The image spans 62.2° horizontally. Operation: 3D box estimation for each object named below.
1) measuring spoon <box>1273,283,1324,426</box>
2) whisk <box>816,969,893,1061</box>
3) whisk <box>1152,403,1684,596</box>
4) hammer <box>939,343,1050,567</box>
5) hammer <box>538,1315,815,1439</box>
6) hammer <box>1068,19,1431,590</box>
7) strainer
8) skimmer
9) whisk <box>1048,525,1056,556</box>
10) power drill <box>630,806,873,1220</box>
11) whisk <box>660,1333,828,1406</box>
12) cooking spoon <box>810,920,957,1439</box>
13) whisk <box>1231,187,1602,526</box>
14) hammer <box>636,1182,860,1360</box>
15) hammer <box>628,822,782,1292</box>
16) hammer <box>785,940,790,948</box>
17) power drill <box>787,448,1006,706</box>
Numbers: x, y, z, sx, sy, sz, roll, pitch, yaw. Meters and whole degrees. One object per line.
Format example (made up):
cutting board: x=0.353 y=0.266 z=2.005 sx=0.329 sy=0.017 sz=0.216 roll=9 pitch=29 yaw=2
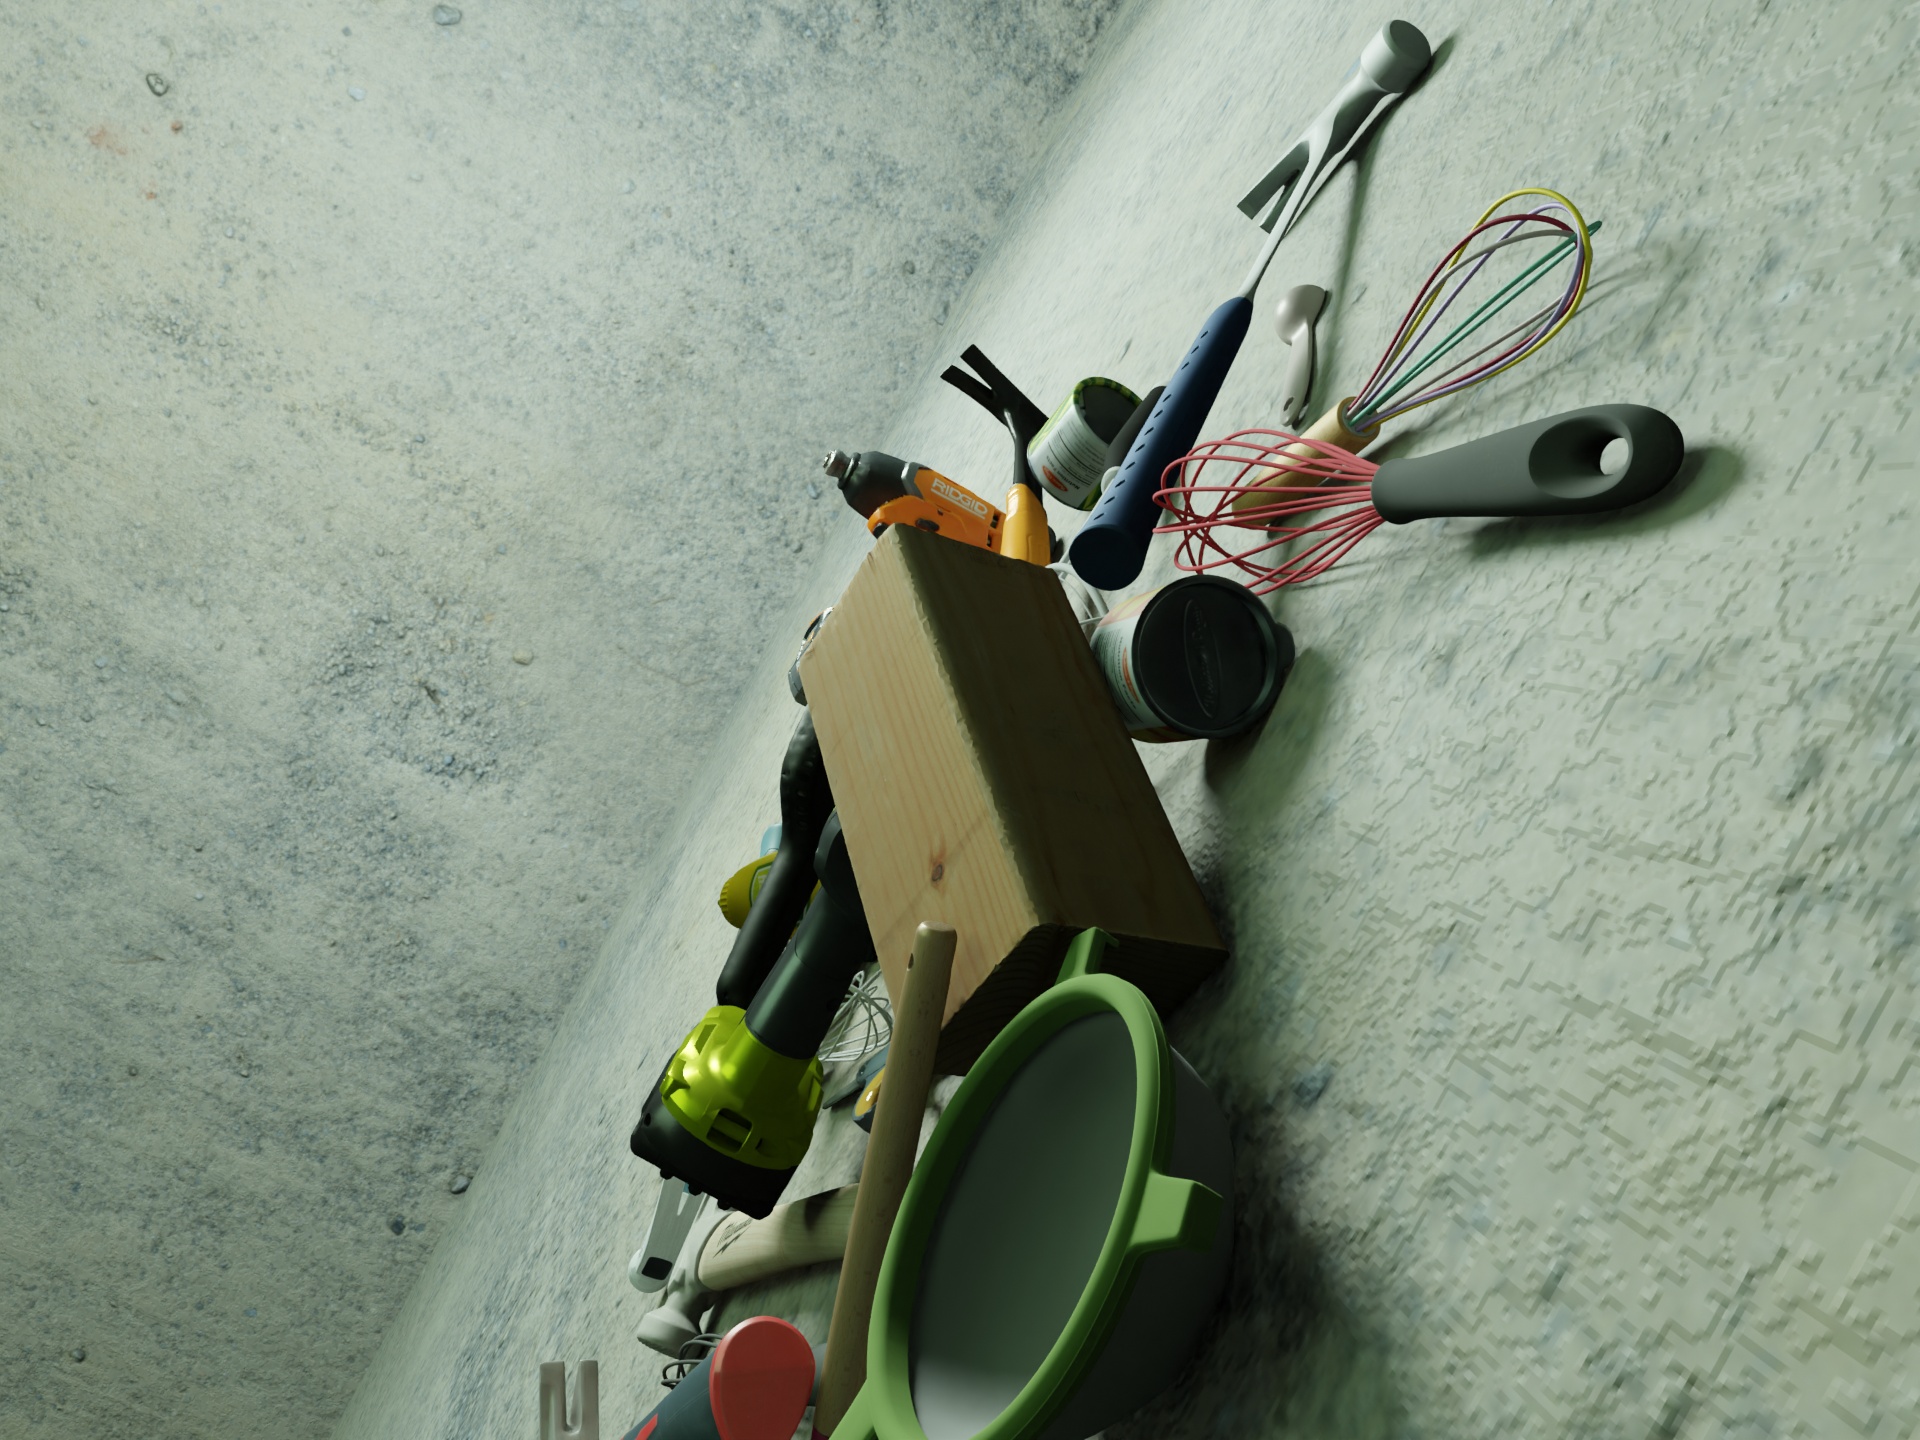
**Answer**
measuring spoon: x=0.170 y=-0.191 z=0.825 sx=0.034 sy=0.018 sz=0.124 roll=-50 pitch=16 yaw=42
whisk: x=-0.095 y=0.201 z=0.963 sx=0.058 sy=0.059 sz=0.246 roll=-55 pitch=2 yaw=-34
whisk: x=0.149 y=-0.083 z=0.584 sx=0.073 sy=0.073 sz=0.296 roll=-63 pitch=18 yaw=-7
hammer: x=0.038 y=-0.131 z=1.014 sx=0.034 sy=0.127 sz=0.337 roll=-39 pitch=25 yaw=24
hammer: x=-0.140 y=0.313 z=0.703 sx=0.386 sy=0.038 sz=0.143 roll=124 pitch=145 yaw=-49
hammer: x=0.144 y=-0.215 z=0.833 sx=0.144 sy=0.035 sz=0.406 roll=-44 pitch=13 yaw=54
strainer: x=0.011 y=0.200 z=0.483 sx=0.256 sy=0.069 sz=0.152 roll=-58 pitch=15 yaw=14
skimmer: x=0.095 y=-0.089 z=0.869 sx=0.363 sy=0.090 sz=0.127 roll=-59 pitch=-14 yaw=-47
whisk: x=0.016 y=-0.081 z=1.018 sx=0.070 sy=0.070 sz=0.285 roll=-55 pitch=-2 yaw=28
power drill: x=-0.066 y=0.110 z=0.788 sx=0.228 sy=0.080 sz=0.190 roll=-60 pitch=3 yaw=11
whisk: x=-0.078 y=0.293 z=0.699 sx=0.239 sy=0.055 sz=0.055 roll=-38 pitch=26 yaw=52
cooking spoon: x=-0.039 y=0.223 z=0.555 sx=0.069 sy=0.017 sz=0.319 roll=-134 pitch=55 yaw=-76
whisk: x=0.172 y=-0.135 z=0.643 sx=0.051 sy=0.047 sz=0.245 roll=-47 pitch=2 yaw=-24
hammer: x=-0.071 y=0.245 z=0.792 sx=0.410 sy=0.038 sz=0.146 roll=-39 pitch=24 yaw=59
hammer: x=-0.165 y=0.222 z=1.113 sx=0.128 sy=0.033 sz=0.331 roll=121 pitch=165 yaw=-55
hammer: x=-0.037 y=0.054 z=1.089 sx=0.331 sy=0.031 sz=0.130 roll=-52 pitch=16 yaw=36
power drill: x=-0.050 y=-0.101 z=1.182 sx=0.084 sy=0.164 sz=0.227 roll=-46 pitch=22 yaw=49
